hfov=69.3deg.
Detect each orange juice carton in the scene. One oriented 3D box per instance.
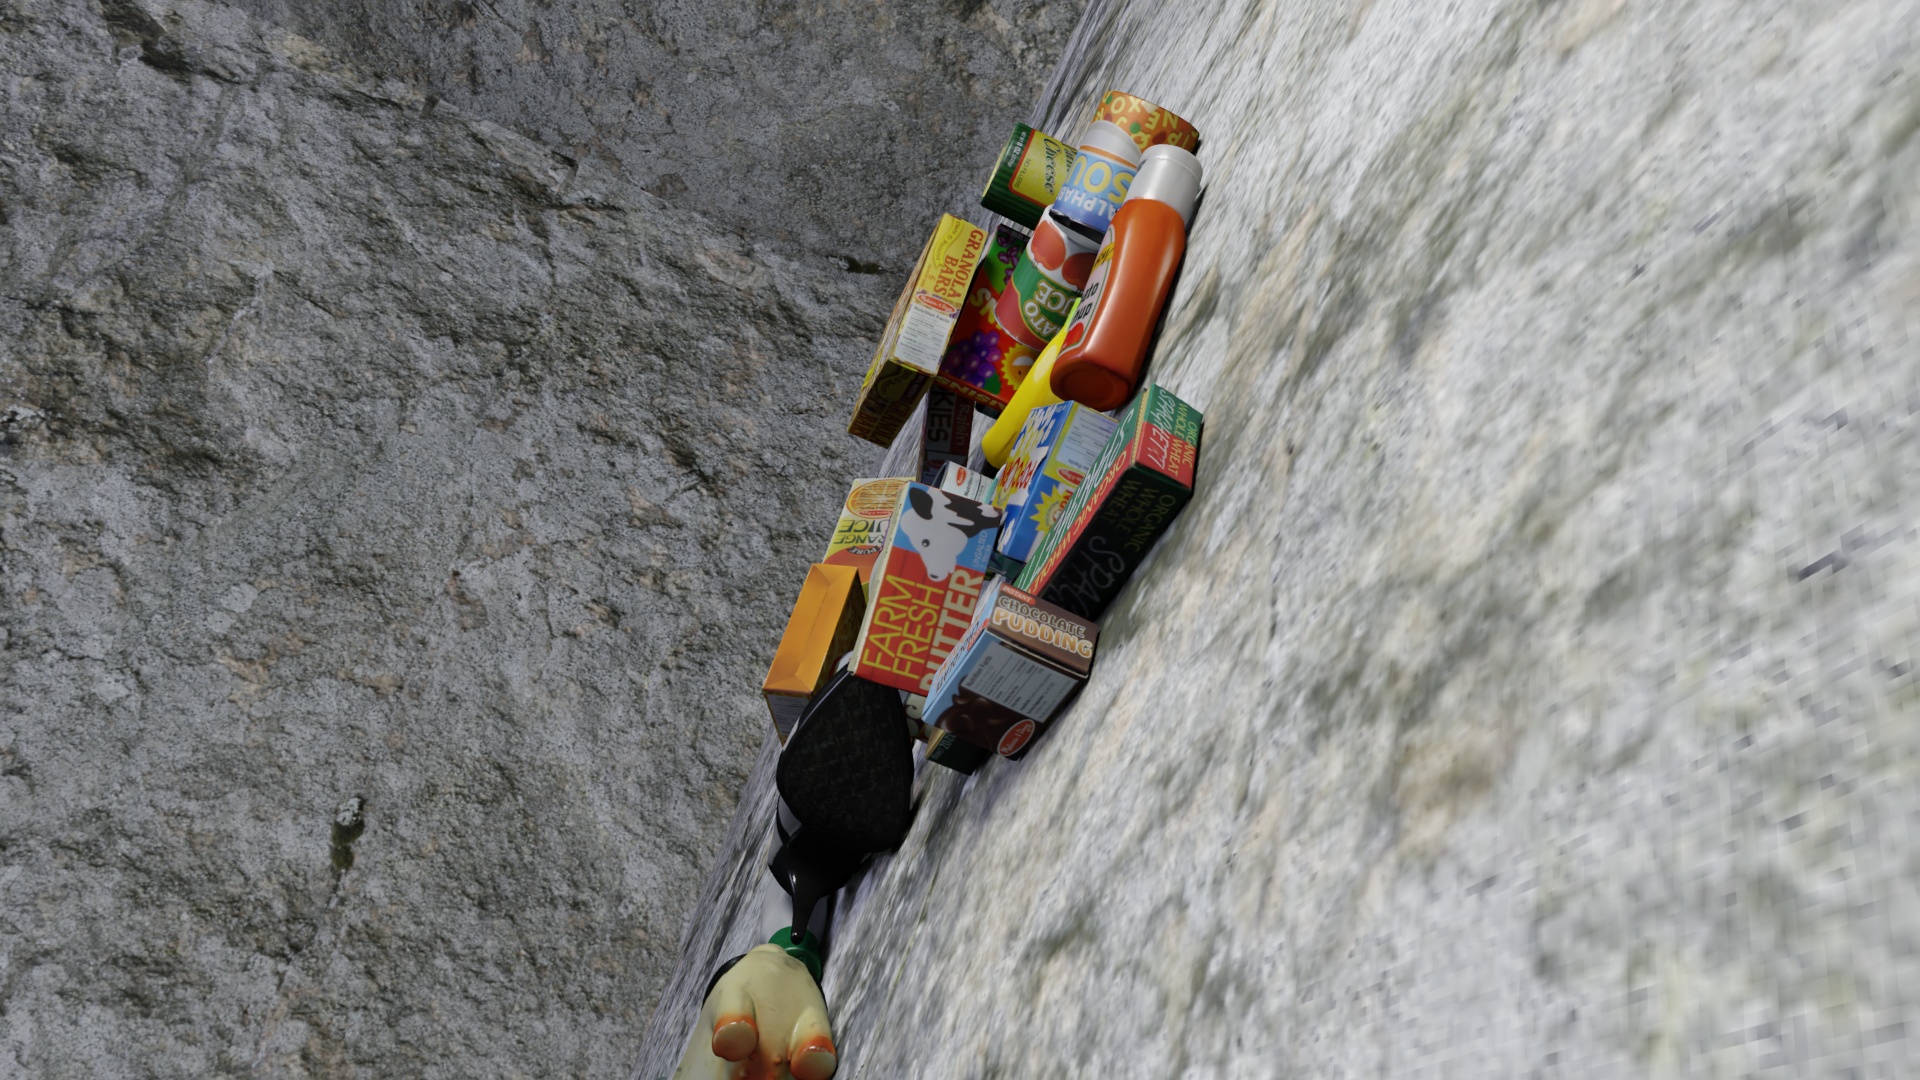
[{"bbox_3d":[-0.075,0.022,1.259,0.194,0.073,0.071,-76,-19,-54],"label":"orange juice carton"}]

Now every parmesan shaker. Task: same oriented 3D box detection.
[{"bbox_3d":[0.072,-0.246,0.997,0.071,0.103,0.071,-154,87,-83],"label":"parmesan shaker"}]

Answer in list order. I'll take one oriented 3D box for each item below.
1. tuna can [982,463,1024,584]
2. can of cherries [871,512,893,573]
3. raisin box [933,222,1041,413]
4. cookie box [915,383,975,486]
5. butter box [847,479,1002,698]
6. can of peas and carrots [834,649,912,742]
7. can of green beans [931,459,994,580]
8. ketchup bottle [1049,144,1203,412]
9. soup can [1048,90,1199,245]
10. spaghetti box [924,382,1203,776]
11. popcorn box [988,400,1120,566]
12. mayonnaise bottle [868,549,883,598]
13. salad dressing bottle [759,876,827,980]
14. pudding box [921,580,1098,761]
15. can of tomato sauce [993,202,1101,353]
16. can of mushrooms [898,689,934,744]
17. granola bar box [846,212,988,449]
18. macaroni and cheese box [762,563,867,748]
[{"bbox_3d":[0.029,-0.010,0.843,0.071,0.033,0.071,-153,87,-83],"label":"tuna can"},{"bbox_3d":[-0.030,0.012,1.076,0.071,0.071,0.059,121,170,-46],"label":"can of cherries"},{"bbox_3d":[0.040,-0.160,1.033,0.040,0.086,0.123,156,137,-78],"label":"raisin box"},{"bbox_3d":[-0.015,-0.084,1.174,0.122,0.040,0.167,117,160,-80],"label":"cookie box"},{"bbox_3d":[-0.018,0.026,0.704,0.024,0.053,0.103,156,130,-78],"label":"butter box"},{"bbox_3d":[-0.061,0.119,0.971,0.059,0.071,0.070,-77,12,-53],"label":"can of peas and carrots"},{"bbox_3d":[0.004,-0.013,0.935,0.071,0.058,0.071,-154,87,-83],"label":"can of green beans"},{"bbox_3d":[0.094,-0.145,0.755,0.064,0.043,0.149,133,160,-71],"label":"ketchup bottle"},{"bbox_3d":[0.100,-0.228,0.864,0.071,0.071,0.083,-106,40,-79],"label":"soup can"},{"bbox_3d":[0.041,0.029,0.641,0.248,0.029,0.050,121,170,-47],"label":"spaghetti box"},{"bbox_3d":[0.047,-0.027,0.741,0.127,0.038,0.085,-156,90,-83],"label":"popcorn box"},{"bbox_3d":[-0.046,0.076,1.009,0.041,0.065,0.147,-75,2,-64],"label":"mayonnaise bottle"},{"bbox_3d":[-0.117,0.274,0.973,0.064,0.044,0.148,-64,8,3],"label":"salad dressing bottle"},{"bbox_3d":[0.020,0.059,0.611,0.083,0.050,0.030,121,171,-49],"label":"pudding box"},{"bbox_3d":[0.070,-0.176,0.946,0.071,0.071,0.082,-76,12,-53],"label":"can of tomato sauce"},{"bbox_3d":[-0.018,0.091,0.865,0.071,0.033,0.071,-153,87,-84],"label":"can of mushrooms"},{"bbox_3d":[-0.035,-0.153,1.044,0.165,0.039,0.124,135,156,-69],"label":"granola bar box"},{"bbox_3d":[-0.099,0.119,1.061,0.165,0.040,0.124,81,-161,-45],"label":"macaroni and cheese box"}]
